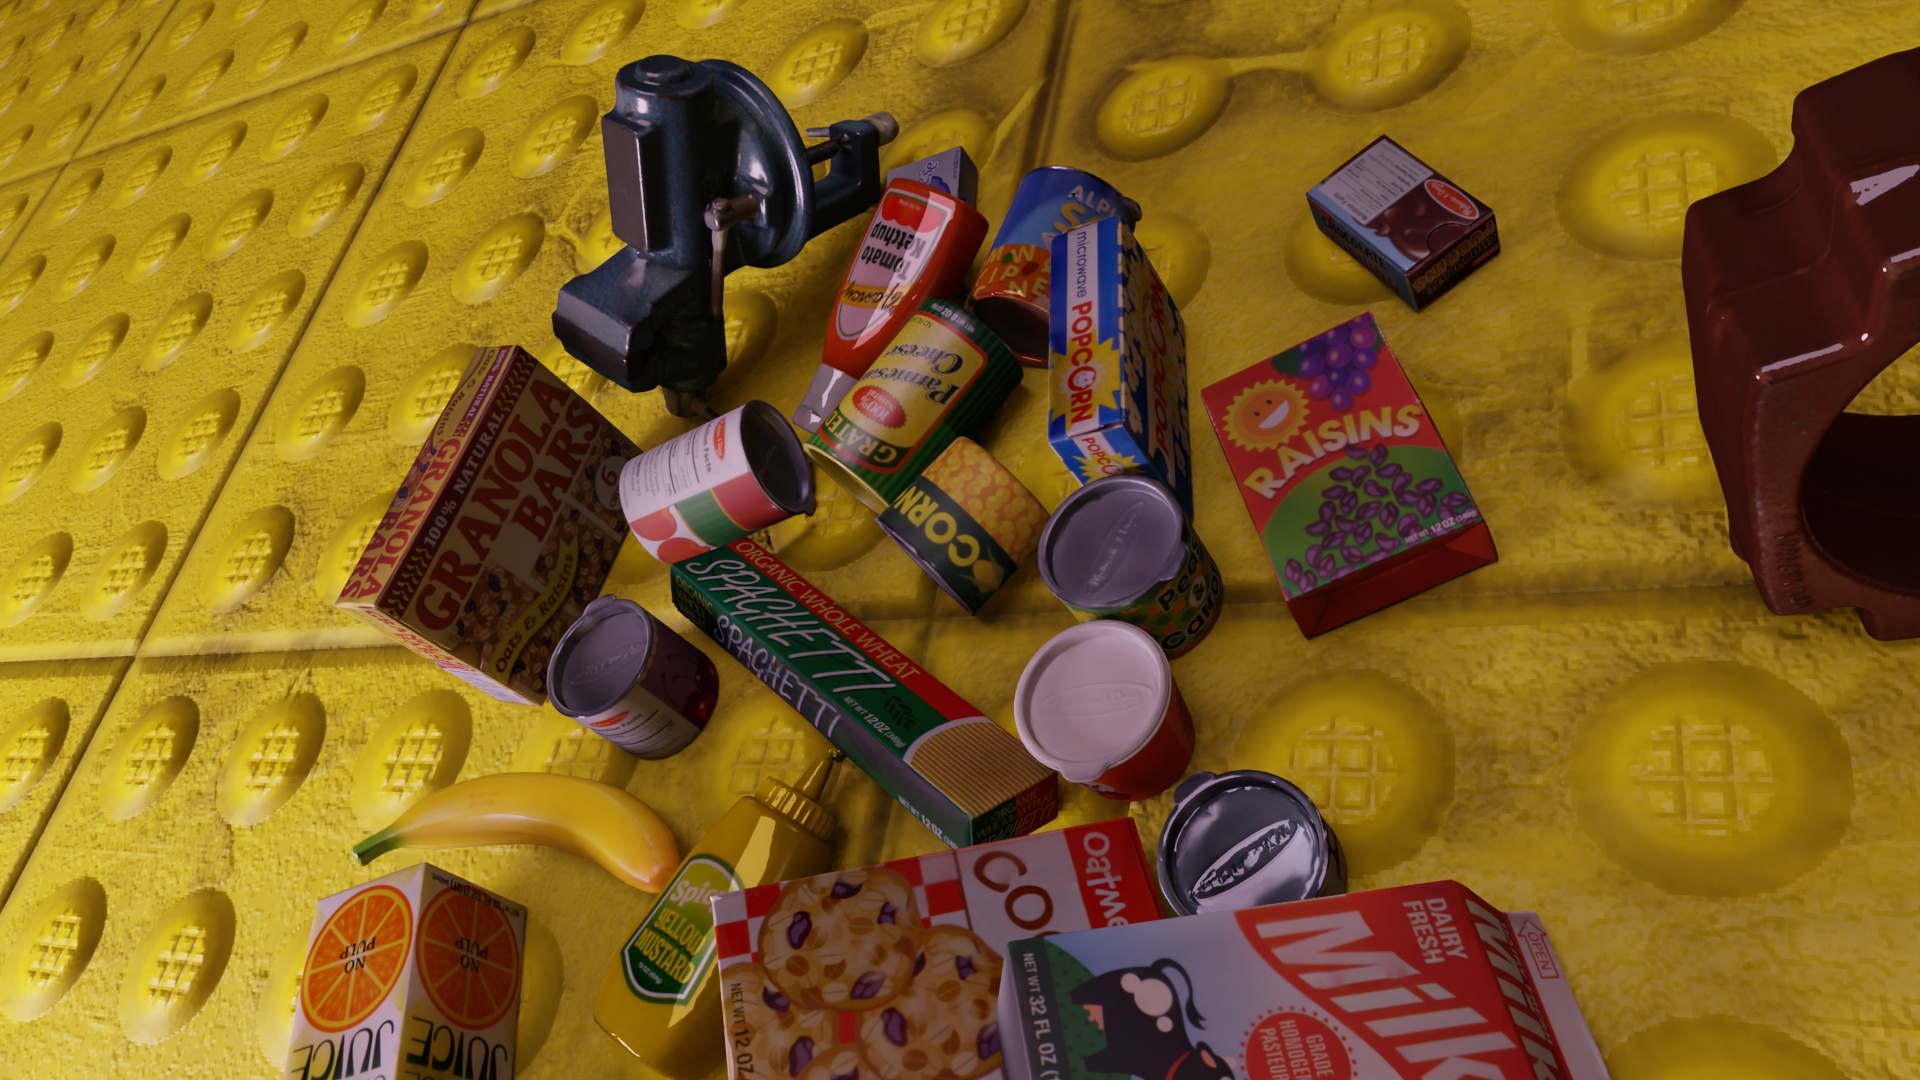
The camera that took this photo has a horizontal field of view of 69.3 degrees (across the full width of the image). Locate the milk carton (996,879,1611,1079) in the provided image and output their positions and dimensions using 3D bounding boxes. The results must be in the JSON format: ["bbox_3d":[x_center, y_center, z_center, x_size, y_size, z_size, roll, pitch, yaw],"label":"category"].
[{"bbox_3d":[0.112,0.164,0.450,0.191,0.073,0.073,-5,51,-7],"label":"milk carton"}]

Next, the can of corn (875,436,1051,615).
[{"bbox_3d":[0.002,-0.008,0.661,0.058,0.071,0.071,-46,48,-5],"label":"can of corn"}]

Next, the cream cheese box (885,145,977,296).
[{"bbox_3d":[-0.020,-0.184,0.826,0.053,0.024,0.104,-14,54,24],"label":"cream cheese box"}]

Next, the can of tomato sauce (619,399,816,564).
[{"bbox_3d":[-0.132,-0.029,0.759,0.083,0.071,0.071,-22,51,21],"label":"can of tomato sauce"}]

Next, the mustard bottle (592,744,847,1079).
[{"bbox_3d":[-0.098,0.157,0.623,0.065,0.048,0.160,20,71,37],"label":"mustard bottle"}]

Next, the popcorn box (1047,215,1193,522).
[{"bbox_3d":[0.076,-0.078,0.655,0.038,0.085,0.127,-14,54,25],"label":"popcorn box"}]

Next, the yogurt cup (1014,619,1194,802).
[{"bbox_3d":[0.063,0.074,0.579,0.072,0.053,0.073,-16,53,22],"label":"yogurt cup"}]

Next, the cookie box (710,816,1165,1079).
[{"bbox_3d":[-0.001,0.178,0.511,0.168,0.040,0.123,-9,51,-7],"label":"cookie box"}]

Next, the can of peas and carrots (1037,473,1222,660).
[{"bbox_3d":[0.078,0.014,0.609,0.071,0.058,0.071,-15,54,21],"label":"can of peas and carrots"}]

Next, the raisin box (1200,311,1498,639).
[{"bbox_3d":[0.165,-0.030,0.601,0.086,0.040,0.124,-26,51,15],"label":"raisin box"}]

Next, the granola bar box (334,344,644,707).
[{"bbox_3d":[-0.252,-0.007,0.777,0.039,0.124,0.166,3,61,34],"label":"granola bar box"}]

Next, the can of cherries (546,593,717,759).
[{"bbox_3d":[-0.168,0.070,0.718,0.071,0.058,0.072,-16,53,23],"label":"can of cherries"}]

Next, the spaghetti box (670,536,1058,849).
[{"bbox_3d":[-0.056,0.066,0.659,0.050,0.028,0.250,-22,38,-34],"label":"spaghetti box"}]

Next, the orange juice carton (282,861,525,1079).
[{"bbox_3d":[-0.258,0.256,0.637,0.073,0.071,0.193,-22,50,18],"label":"orange juice carton"}]

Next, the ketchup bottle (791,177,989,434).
[{"bbox_3d":[-0.043,-0.123,0.766,0.065,0.043,0.148,29,92,35],"label":"ketchup bottle"}]

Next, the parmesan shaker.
[{"bbox_3d":[-0.026,-0.069,0.721,0.071,0.071,0.103,31,78,41],"label":"parmesan shaker"}]

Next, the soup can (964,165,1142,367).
[{"bbox_3d":[0.049,-0.143,0.728,0.071,0.071,0.084,8,65,35],"label":"soup can"}]

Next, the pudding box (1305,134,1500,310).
[{"bbox_3d":[0.210,-0.153,0.663,0.049,0.030,0.084,-36,48,3],"label":"pudding box"}]

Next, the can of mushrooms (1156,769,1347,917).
[{"bbox_3d":[0.111,0.123,0.532,0.071,0.033,0.071,-16,53,22],"label":"can of mushrooms"}]
